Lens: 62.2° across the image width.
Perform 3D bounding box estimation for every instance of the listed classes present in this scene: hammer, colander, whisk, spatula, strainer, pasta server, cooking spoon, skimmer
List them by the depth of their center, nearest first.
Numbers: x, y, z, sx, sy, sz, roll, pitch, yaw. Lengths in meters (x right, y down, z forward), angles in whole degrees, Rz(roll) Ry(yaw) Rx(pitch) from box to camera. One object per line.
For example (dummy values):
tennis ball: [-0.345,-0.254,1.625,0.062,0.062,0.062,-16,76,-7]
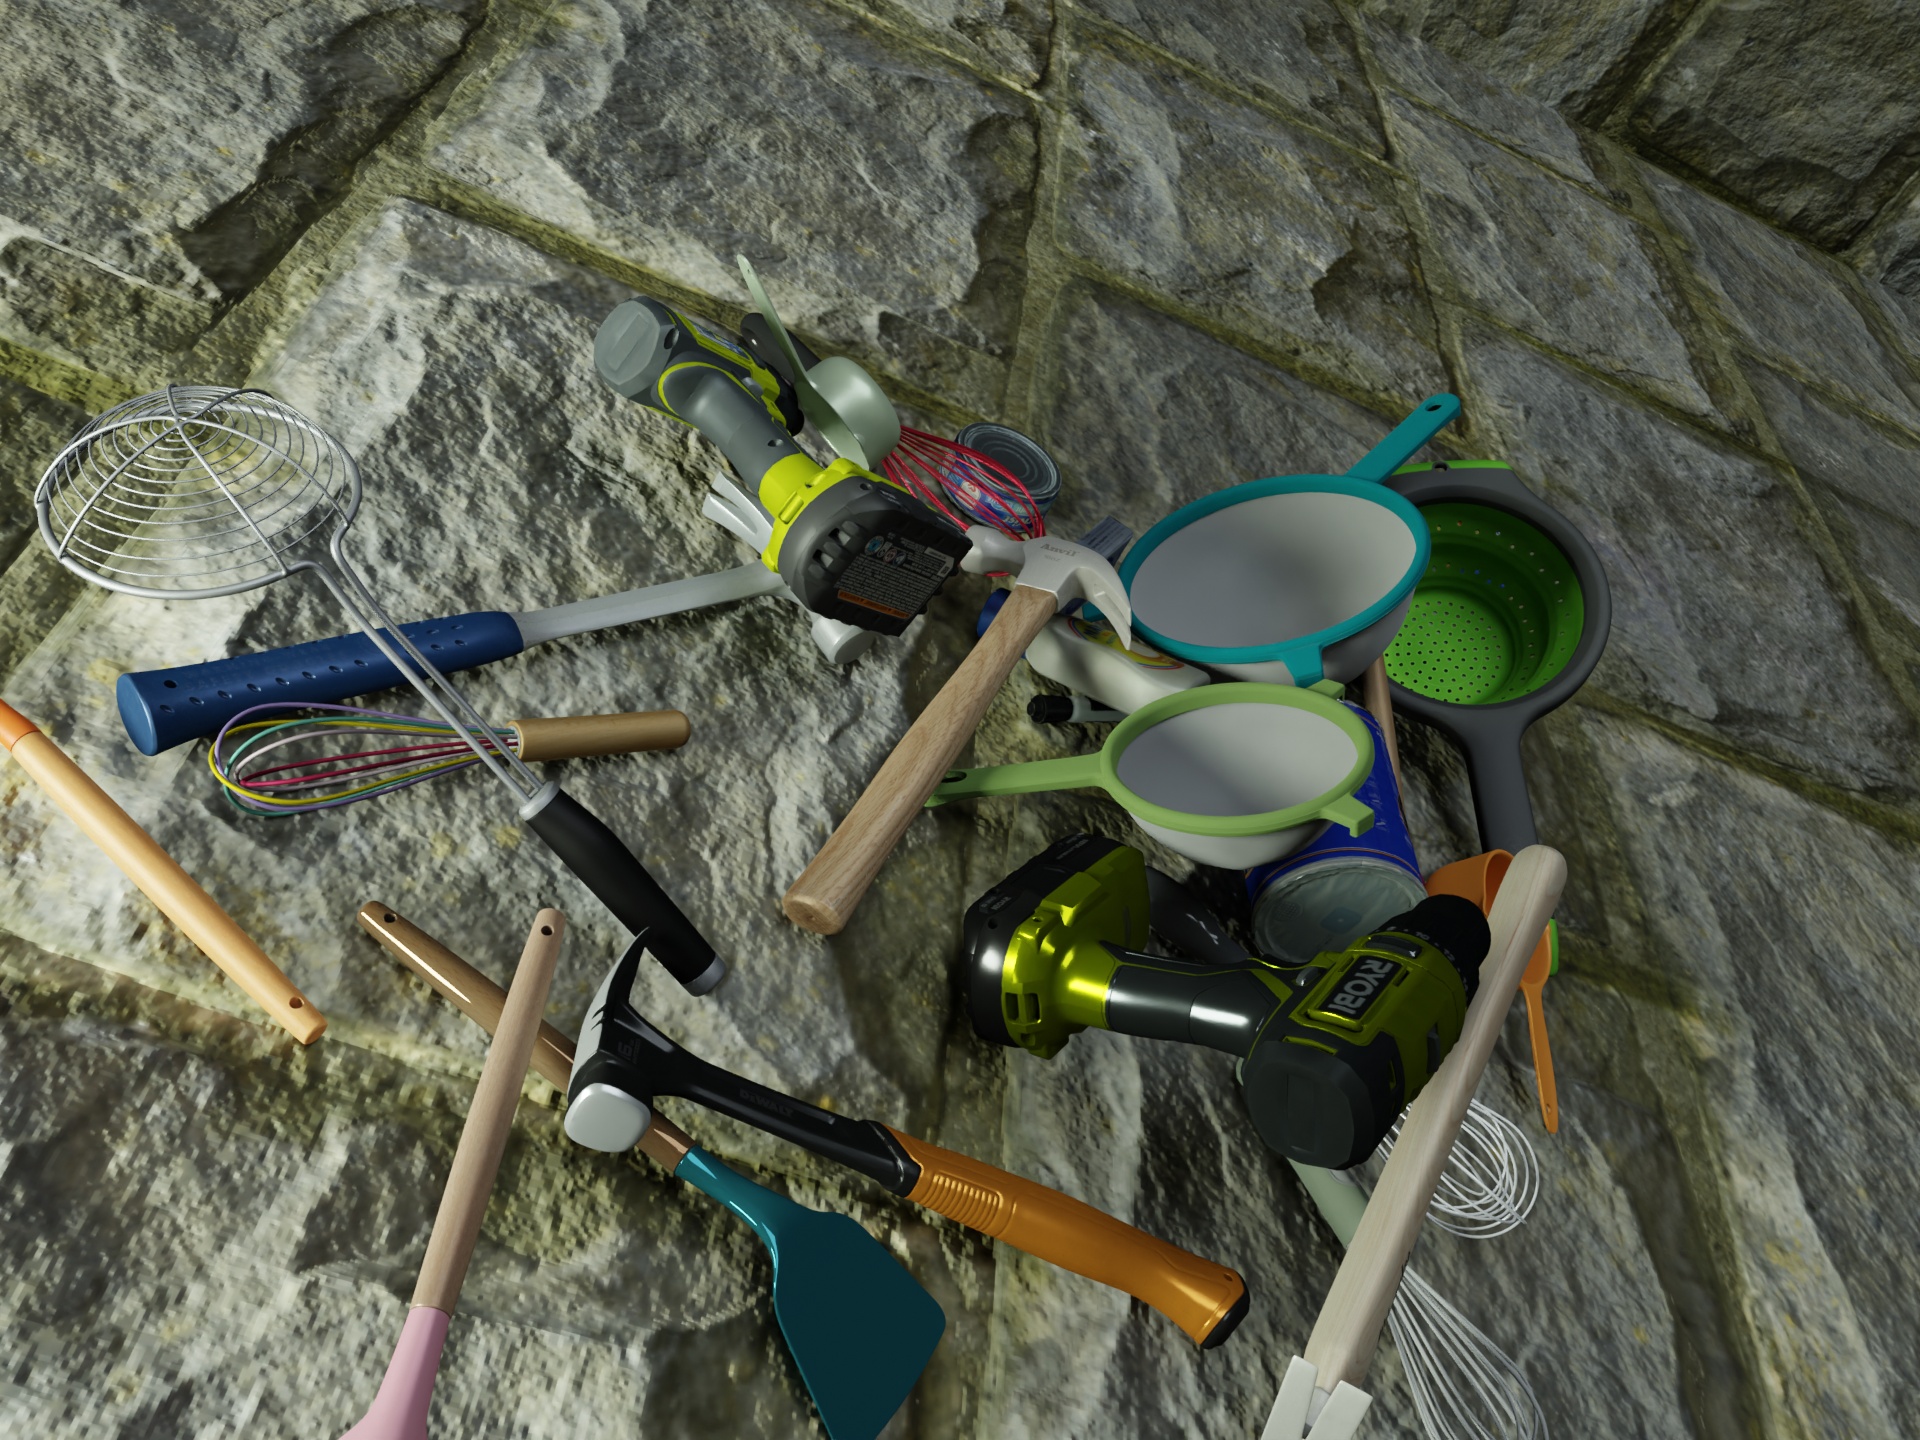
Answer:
pasta server: [-0.196,0.203,0.607,0.060,0.040,0.317,20,43,-14]
spatula: [-0.384,0.020,0.681,0.323,0.041,0.081,41,40,9]
spatula: [-0.143,0.181,0.688,0.317,0.044,0.082,35,40,11]
hammer: [-0.014,0.201,0.716,0.336,0.034,0.127,28,18,-15]
skimmer: [-0.247,-0.002,0.724,0.363,0.090,0.127,51,46,-19]
hammer: [0.231,0.192,0.770,0.038,0.146,0.411,23,46,20]
whisk: [-0.239,0.016,0.780,0.245,0.051,0.047,-5,18,-42]
whisk: [0.211,0.269,0.806,0.057,0.059,0.247,8,39,-43]
hammer: [-0.235,-0.053,0.855,0.405,0.035,0.144,-18,61,-43]
whisk: [0.199,0.178,0.889,0.285,0.070,0.070,42,40,19]
strainer: [0.105,0.048,0.903,0.256,0.069,0.152,-6,29,9]
hammer: [-0.001,-0.003,0.910,0.130,0.031,0.331,15,46,22]
cooking spoon: [0.284,0.047,1.052,0.068,0.017,0.319,32,47,-37]
whisk: [-0.053,-0.197,1.105,0.296,0.073,0.073,42,40,19]
strainer: [0.260,-0.112,1.120,0.211,0.095,0.340,19,50,42]
colander: [0.370,0.002,1.150,0.204,0.094,0.397,-4,65,4]

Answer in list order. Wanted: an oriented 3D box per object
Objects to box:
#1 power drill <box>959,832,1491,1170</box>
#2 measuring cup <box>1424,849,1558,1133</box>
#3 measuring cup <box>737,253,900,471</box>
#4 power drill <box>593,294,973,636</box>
power drill: [0.134,0.122,0.785,0.229,0.080,0.190,10,26,35]
measuring cup: [0.330,0.169,0.986,0.095,0.052,0.174,16,63,-45]
measuring cup: [-0.089,-0.233,1.015,0.038,0.167,0.083,-39,39,-11]
power drill: [-0.101,-0.155,0.957,0.223,0.080,0.171,47,16,25]
